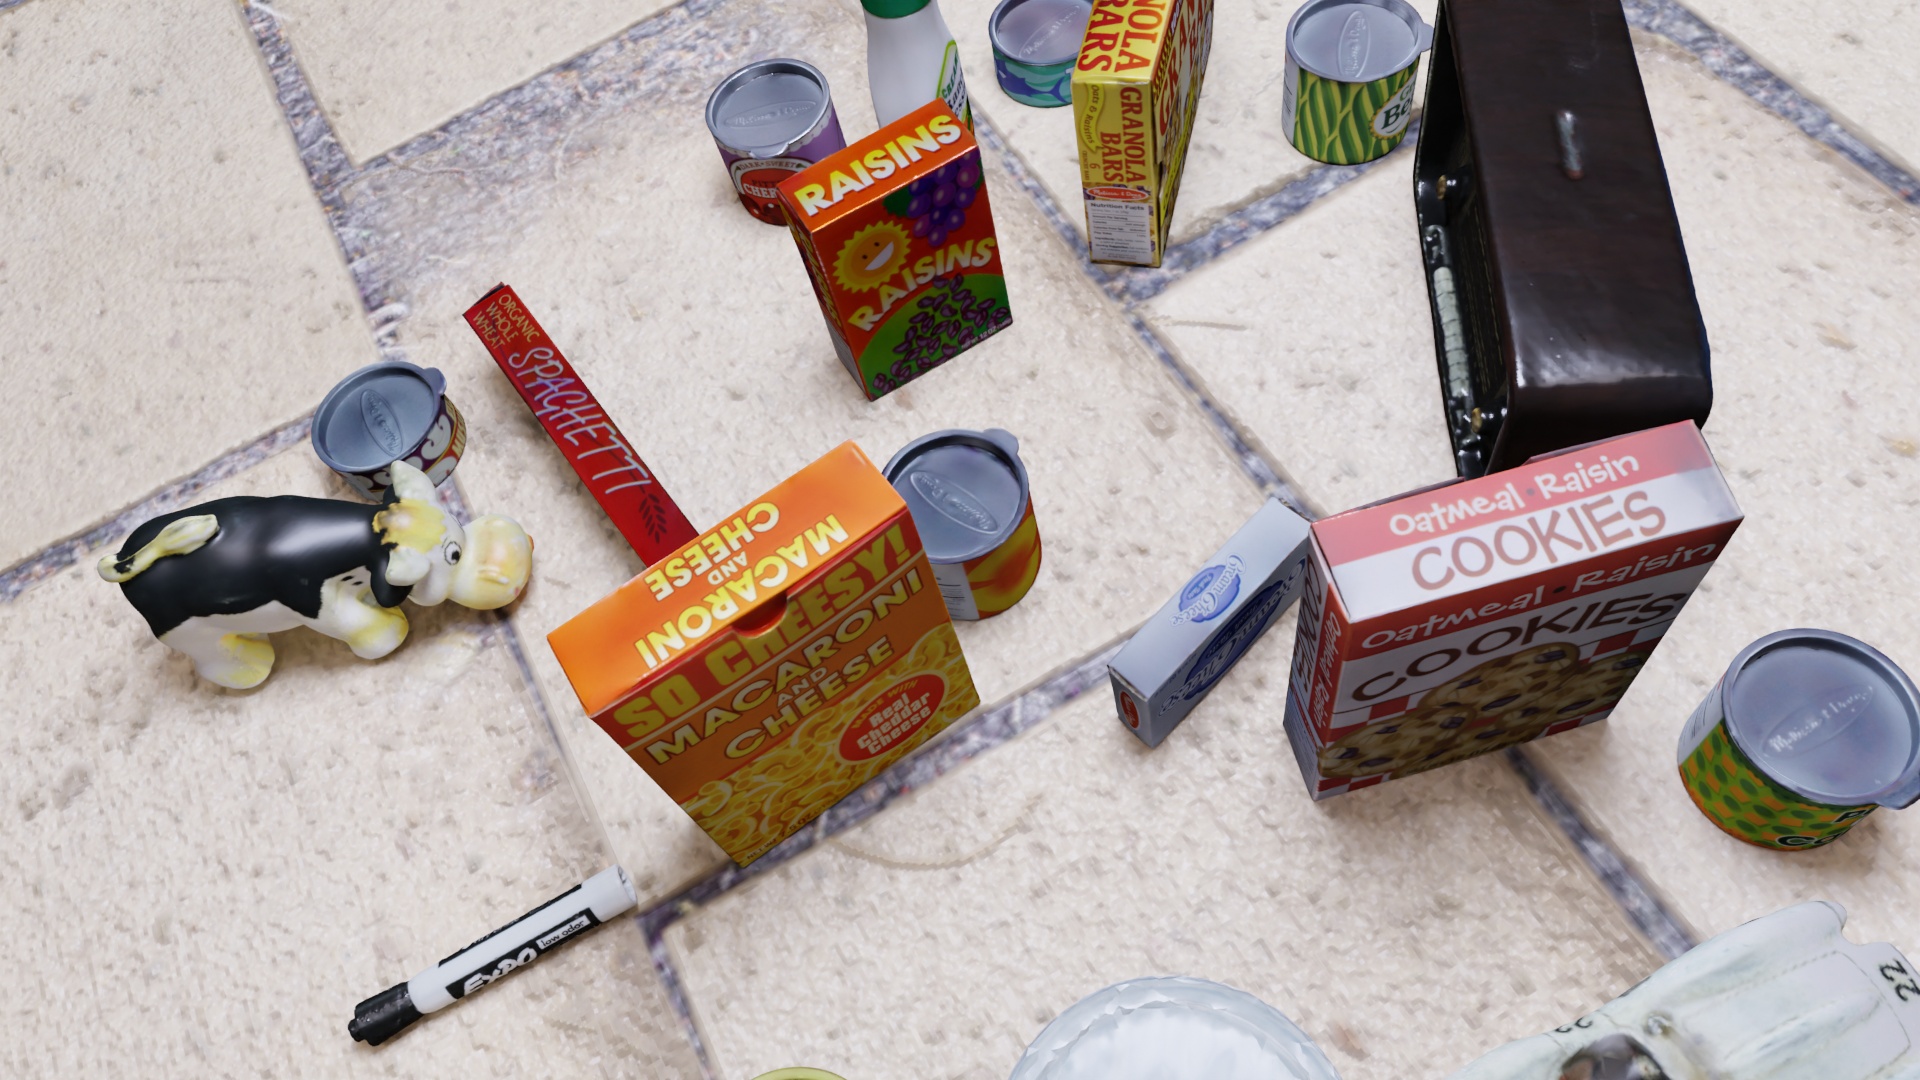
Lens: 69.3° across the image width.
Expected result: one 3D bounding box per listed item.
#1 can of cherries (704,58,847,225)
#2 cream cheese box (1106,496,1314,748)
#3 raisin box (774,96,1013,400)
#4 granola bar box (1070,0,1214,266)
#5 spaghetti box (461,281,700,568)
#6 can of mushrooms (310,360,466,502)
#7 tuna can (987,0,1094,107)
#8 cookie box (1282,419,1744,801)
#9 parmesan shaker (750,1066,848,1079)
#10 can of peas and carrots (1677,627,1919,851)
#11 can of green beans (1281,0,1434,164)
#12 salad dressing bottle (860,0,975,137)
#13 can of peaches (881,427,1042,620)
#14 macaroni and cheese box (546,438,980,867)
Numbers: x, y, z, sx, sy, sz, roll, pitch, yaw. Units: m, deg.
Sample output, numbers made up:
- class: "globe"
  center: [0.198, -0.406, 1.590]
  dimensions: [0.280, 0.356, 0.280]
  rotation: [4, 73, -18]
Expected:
- class: "can of cherries"
  center: [-0.095, -0.209, 0.737]
  dimensions: [0.071, 0.058, 0.072]
  rotation: [-4, 60, 8]
- class: "cream cheese box"
  center: [0.103, 0.034, 0.568]
  dimensions: [0.104, 0.053, 0.024]
  rotation: [-43, 63, -15]
- class: "raisin box"
  center: [-0.027, -0.131, 0.644]
  dimensions: [0.086, 0.123, 0.040]
  rotation: [-30, 60, -7]
- class: "granola bar box"
  center: [0.094, -0.238, 0.683]
  dimensions: [0.039, 0.123, 0.166]
  rotation: [8, 63, 14]
- class: "spaghetti box"
  center: [-0.161, -0.030, 0.652]
  dimensions: [0.029, 0.050, 0.251]
  rotation: [-36, 61, -11]
- class: "can of mushrooms"
  center: [-0.283, -0.055, 0.697]
  dimensions: [0.071, 0.033, 0.071]
  rotation: [-4, 60, 8]
- class: "tuna can"
  center: [0.052, -0.271, 0.762]
  dimensions: [0.071, 0.032, 0.071]
  rotation: [-4, 60, 8]
- class: "cookie box"
  center: [0.182, 0.032, 0.489]
  dimensions: [0.123, 0.166, 0.040]
  rotation: [-16, 60, 1]
- class: "parmesan shaker"
  center: [-0.041, 0.218, 0.459]
  dimensions: [0.071, 0.102, 0.071]
  rotation: [-4, 60, 8]
- class: "can of peas and carrots"
  center: [0.306, 0.075, 0.506]
  dimensions: [0.071, 0.058, 0.071]
  rotation: [-4, 60, 8]
- class: "can of green beans"
  center: [0.196, -0.233, 0.701]
  dimensions: [0.071, 0.057, 0.071]
  rotation: [-4, 60, 8]
- class: "salad dressing bottle"
  center: [-0.024, -0.243, 0.693]
  dimensions: [0.044, 0.147, 0.064]
  rotation: [10, 63, 15]
- class: "can of peaches"
  center: [0.002, -0.008, 0.606]
  dimensions: [0.071, 0.057, 0.071]
  rotation: [-4, 60, 8]
- class: "macaroni and cheese box"
  center: [-0.062, 0.050, 0.521]
  dimensions: [0.124, 0.165, 0.040]
  rotation: [-34, 61, -10]
